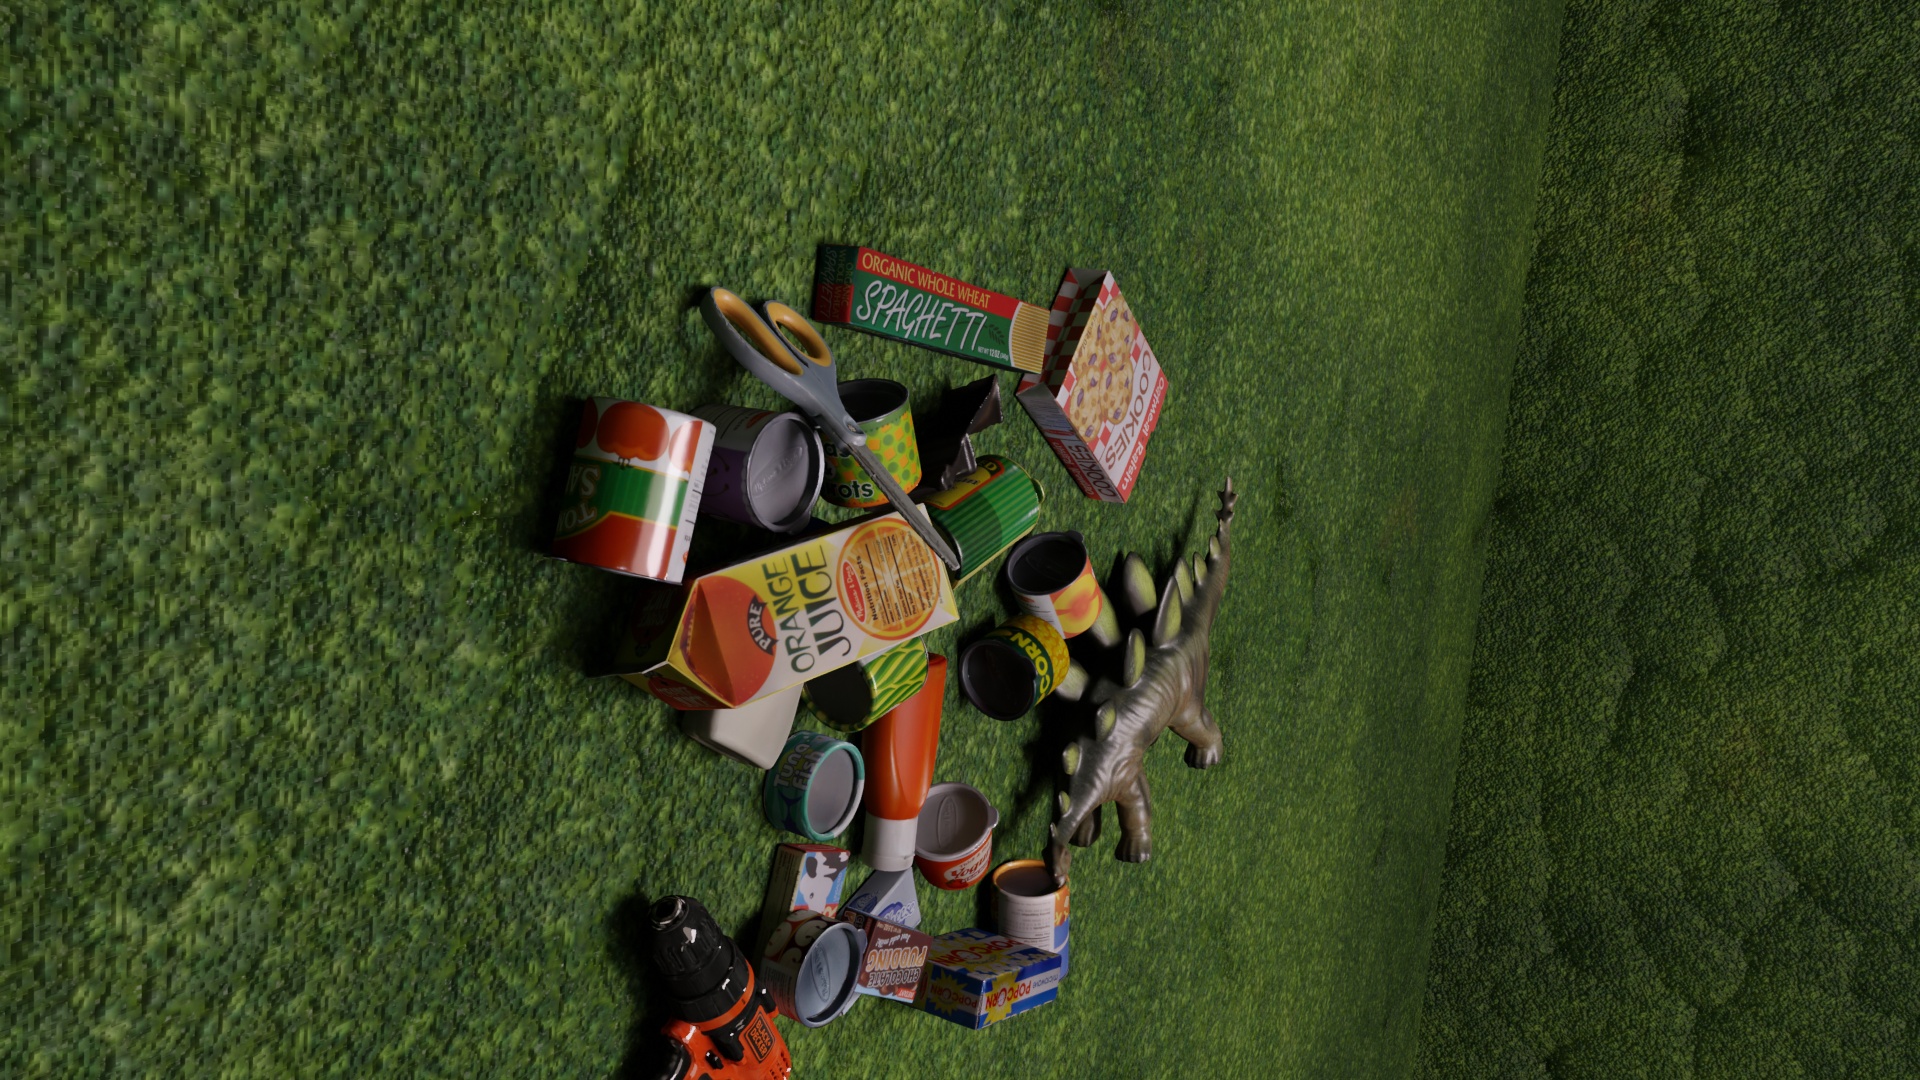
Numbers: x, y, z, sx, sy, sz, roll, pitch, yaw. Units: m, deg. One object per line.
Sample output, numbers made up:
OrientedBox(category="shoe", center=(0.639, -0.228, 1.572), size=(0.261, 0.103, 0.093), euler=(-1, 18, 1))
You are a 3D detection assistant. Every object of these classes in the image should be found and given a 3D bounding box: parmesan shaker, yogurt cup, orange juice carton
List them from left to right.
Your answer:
OrientedBox(category="orange juice carton", center=(-0.103, 0.041, 0.762), size=(0.193, 0.071, 0.073), euler=(-20, 96, -36))
OrientedBox(category="yogurt cup", center=(-0.007, 0.220, 1.021), size=(0.073, 0.072, 0.053), euler=(-53, 148, -37))
OrientedBox(category="parmesan shaker", center=(0.003, -0.012, 0.963), size=(0.103, 0.071, 0.071), euler=(-36, 128, -48))

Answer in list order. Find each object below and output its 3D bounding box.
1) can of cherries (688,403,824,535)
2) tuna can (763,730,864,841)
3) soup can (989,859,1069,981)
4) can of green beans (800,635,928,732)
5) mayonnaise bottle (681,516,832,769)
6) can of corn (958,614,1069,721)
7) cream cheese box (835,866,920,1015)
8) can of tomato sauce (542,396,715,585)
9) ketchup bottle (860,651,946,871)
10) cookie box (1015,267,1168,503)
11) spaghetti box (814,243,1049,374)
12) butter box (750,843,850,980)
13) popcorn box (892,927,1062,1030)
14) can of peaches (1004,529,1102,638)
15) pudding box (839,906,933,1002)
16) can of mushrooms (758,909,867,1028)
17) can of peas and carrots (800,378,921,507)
OrientedBox(category="can of cherries", center=(-0.118, -0.039, 0.772), size=(0.072, 0.058, 0.071), euler=(-24, 118, -55))
OrientedBox(category="tuna can", center=(-0.094, 0.156, 0.891), size=(0.071, 0.033, 0.071), euler=(-25, 119, -54))
OrientedBox(category="soup can", center=(0.057, 0.315, 1.150), size=(0.071, 0.071, 0.083), euler=(-23, 118, -54))
OrientedBox(category="can of green beans", center=(-0.063, 0.082, 0.887), size=(0.058, 0.071, 0.071), euler=(-28, 122, -52))
OrientedBox(category="mayonnaise bottle", center=(-0.111, 0.057, 0.828), size=(0.064, 0.041, 0.148), euler=(42, 61, -45))
OrientedBox(category="can of corn", center=(0.044, 0.095, 1.059), size=(0.058, 0.071, 0.071), euler=(-30, 124, -52))
OrientedBox(category="cream cheese box", center=(-0.067, 0.278, 0.977), size=(0.104, 0.024, 0.053), euler=(-42, 131, -46))
OrientedBox(category="can of tomato sauce", center=(-0.165, -0.025, 0.695), size=(0.071, 0.071, 0.083), euler=(19, 82, -58))
OrientedBox(category="ketchup bottle", center=(-0.043, 0.152, 0.961), size=(0.065, 0.043, 0.148), euler=(-4, 102, -57))
OrientedBox(category="cookie box", center=(0.114, -0.123, 1.139), size=(0.167, 0.040, 0.123), euler=(49, 58, -52))
OrientedBox(category="spaghetti box", center=(-0.012, -0.152, 0.940), size=(0.250, 0.028, 0.050), euler=(2, 96, -59))
OrientedBox(category="butter box", center=(-0.106, 0.251, 0.905), size=(0.053, 0.024, 0.103), euler=(21, 80, -58))
OrientedBox(category="popcorn box", center=(0.011, 0.332, 1.060), size=(0.127, 0.085, 0.038), euler=(12, 88, -58))
OrientedBox(category="can of peaches", center=(0.076, 0.034, 1.097), size=(0.071, 0.071, 0.057), euler=(-58, 143, -31))
OrientedBox(category="pudding box", center=(-0.056, 0.282, 0.941), size=(0.083, 0.030, 0.050), euler=(41, 65, -54))
OrientedBox(category="can of mushrooms", center=(-0.092, 0.268, 0.875), size=(0.071, 0.033, 0.071), euler=(-19, 113, -53))
OrientedBox(category="can of peas and carrots", center=(-0.062, -0.059, 0.850), size=(0.071, 0.071, 0.058), euler=(-43, 134, -45))
